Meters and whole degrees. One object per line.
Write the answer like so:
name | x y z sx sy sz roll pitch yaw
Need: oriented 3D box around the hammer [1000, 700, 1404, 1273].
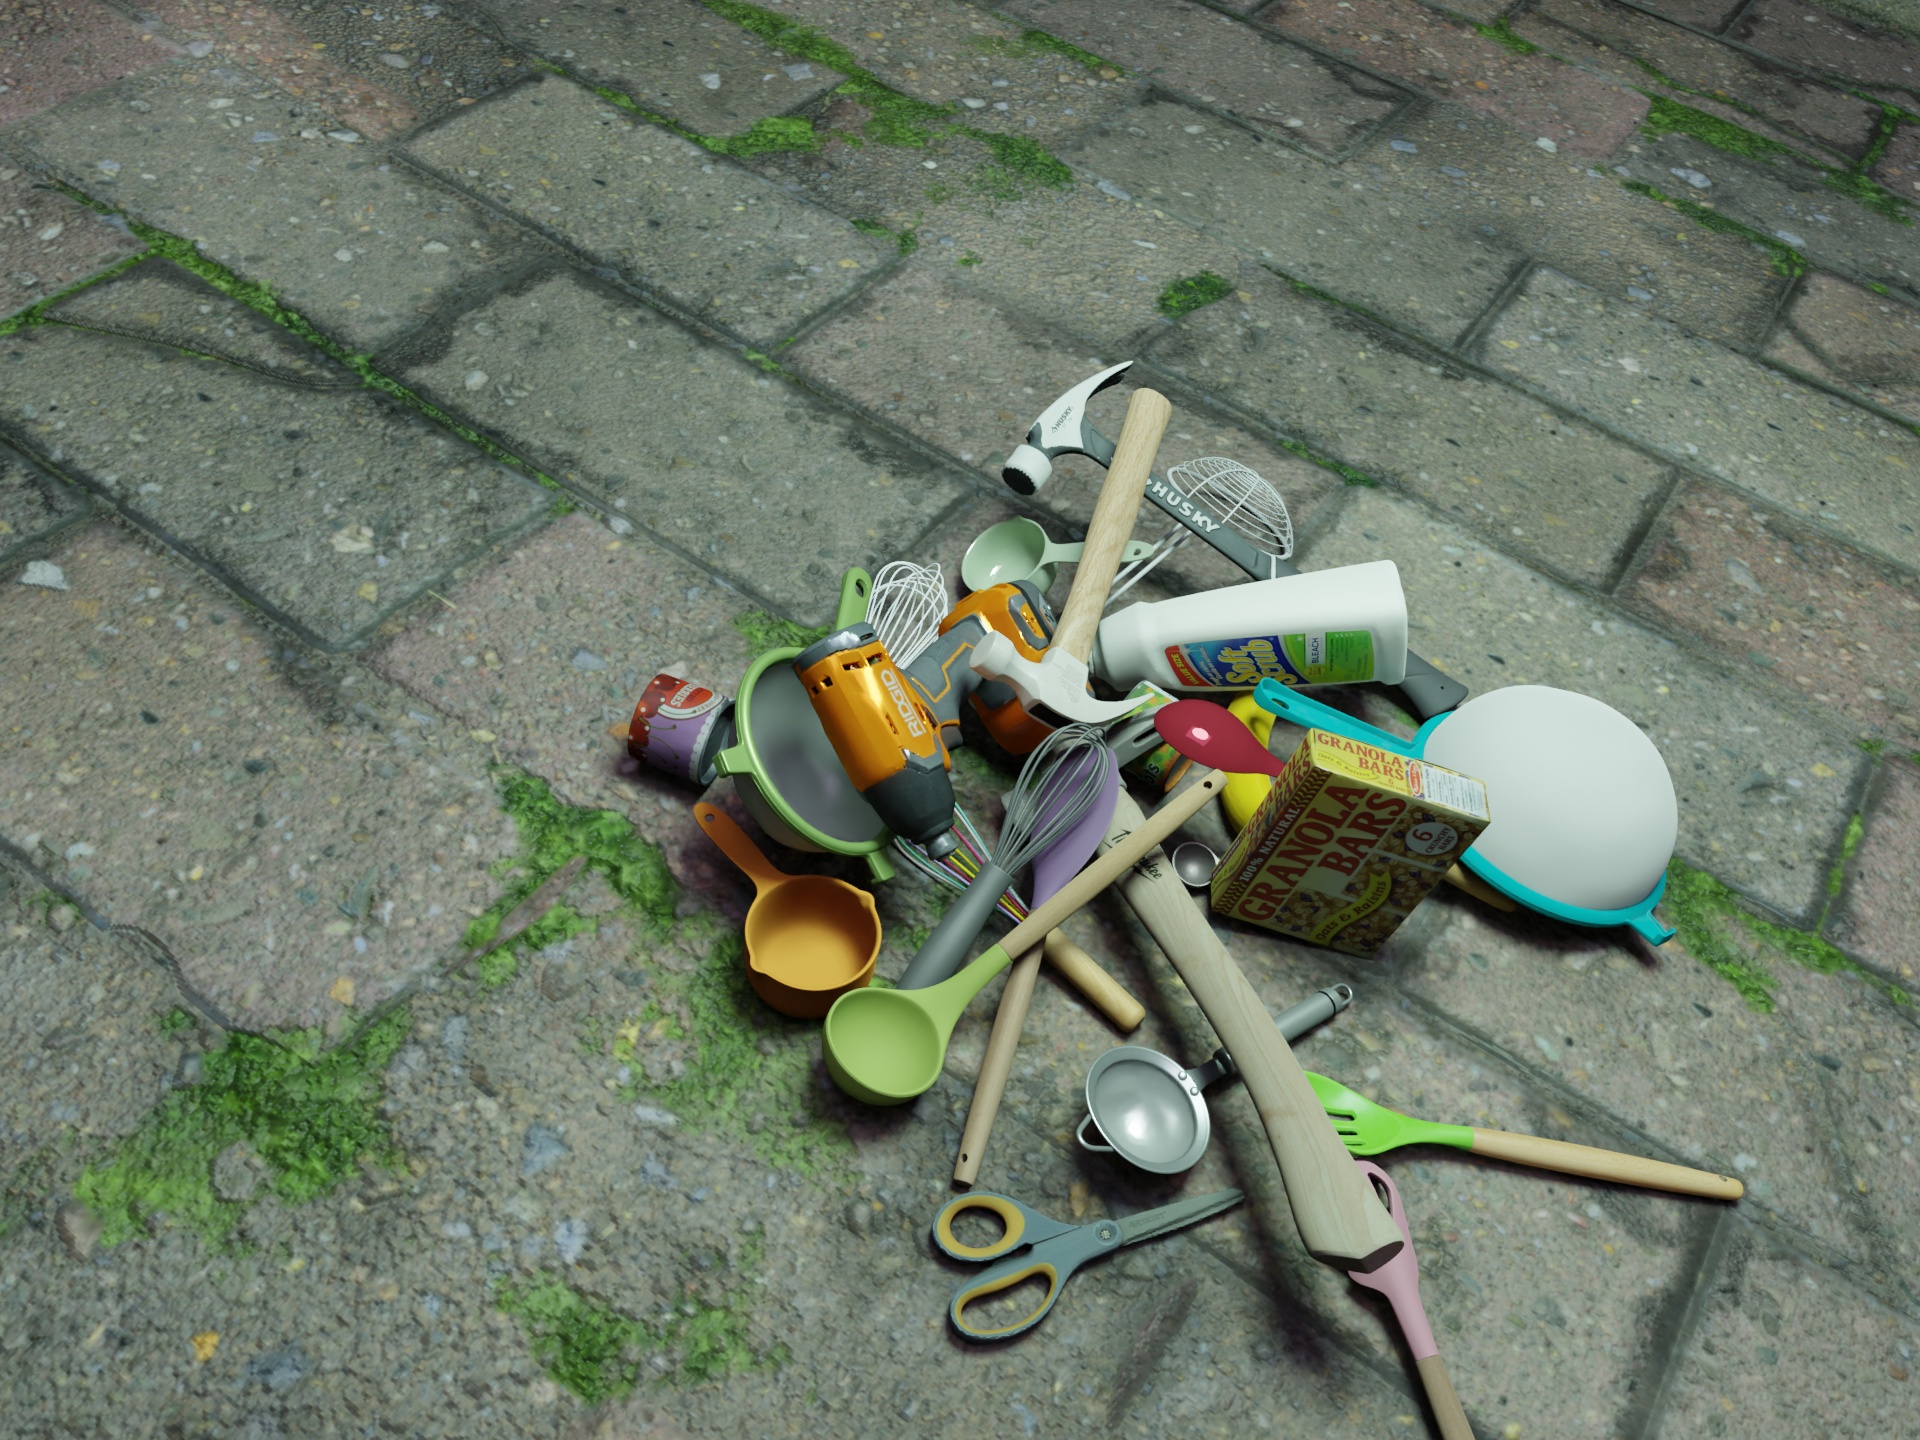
hammer | 0.166 0.156 1.011 0.146 0.038 0.411 -32 48 3

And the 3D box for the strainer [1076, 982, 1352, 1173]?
strainer | 0.166 0.225 1.026 0.258 0.050 0.087 -21 63 -32

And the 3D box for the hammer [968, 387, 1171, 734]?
hammer | 0.108 -0.126 1.168 0.130 0.031 0.331 34 52 -18

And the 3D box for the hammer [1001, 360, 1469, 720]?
hammer | 0.235 -0.132 1.277 0.409 0.036 0.149 36 66 -1

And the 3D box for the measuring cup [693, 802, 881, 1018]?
measuring cup | -0.124 0.124 1.054 0.095 0.052 0.174 -29 58 -30

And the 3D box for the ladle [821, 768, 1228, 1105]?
ladle | 0.048 0.128 1.008 0.320 0.062 0.078 -37 71 -11

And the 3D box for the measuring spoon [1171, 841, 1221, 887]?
measuring spoon | 0.209 0.115 1.147 0.124 0.018 0.034 12 61 -8

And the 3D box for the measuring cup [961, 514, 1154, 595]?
measuring cup | 0.081 -0.122 1.265 0.168 0.038 0.083 1 59 30

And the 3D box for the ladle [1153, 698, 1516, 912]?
ladle | 0.271 0.064 1.118 0.315 0.031 0.069 29 33 -17

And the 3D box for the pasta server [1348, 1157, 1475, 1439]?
pasta server | 0.275 0.395 0.909 0.060 0.040 0.317 -6 55 -15

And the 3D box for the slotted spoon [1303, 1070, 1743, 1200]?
slotted spoon | 0.352 0.275 1.022 0.313 0.031 0.070 11 25 -4

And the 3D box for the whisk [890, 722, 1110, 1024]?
whisk | 0.025 0.100 1.049 0.055 0.055 0.239 32 80 17

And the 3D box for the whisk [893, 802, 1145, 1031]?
whisk | 0.033 0.123 1.092 0.245 0.047 0.051 41 67 18

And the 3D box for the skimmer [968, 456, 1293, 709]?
skimmer | 0.138 -0.104 1.312 0.363 0.090 0.127 -39 71 -23

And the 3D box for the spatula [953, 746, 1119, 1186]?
spatula | 0.048 0.149 1.039 0.060 0.018 0.316 0 56 32

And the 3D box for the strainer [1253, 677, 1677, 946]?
strainer | 0.387 0.018 1.166 0.340 0.095 0.211 23 41 -4

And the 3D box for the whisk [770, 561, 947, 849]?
whisk | -0.076 -0.017 1.183 0.070 0.070 0.285 20 54 7

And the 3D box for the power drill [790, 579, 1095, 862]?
power drill | -0.002 -0.004 1.101 0.226 0.084 0.164 -25 86 -51

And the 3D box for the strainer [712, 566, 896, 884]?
strainer | -0.104 -0.007 1.104 0.151 0.069 0.257 38 38 -28
